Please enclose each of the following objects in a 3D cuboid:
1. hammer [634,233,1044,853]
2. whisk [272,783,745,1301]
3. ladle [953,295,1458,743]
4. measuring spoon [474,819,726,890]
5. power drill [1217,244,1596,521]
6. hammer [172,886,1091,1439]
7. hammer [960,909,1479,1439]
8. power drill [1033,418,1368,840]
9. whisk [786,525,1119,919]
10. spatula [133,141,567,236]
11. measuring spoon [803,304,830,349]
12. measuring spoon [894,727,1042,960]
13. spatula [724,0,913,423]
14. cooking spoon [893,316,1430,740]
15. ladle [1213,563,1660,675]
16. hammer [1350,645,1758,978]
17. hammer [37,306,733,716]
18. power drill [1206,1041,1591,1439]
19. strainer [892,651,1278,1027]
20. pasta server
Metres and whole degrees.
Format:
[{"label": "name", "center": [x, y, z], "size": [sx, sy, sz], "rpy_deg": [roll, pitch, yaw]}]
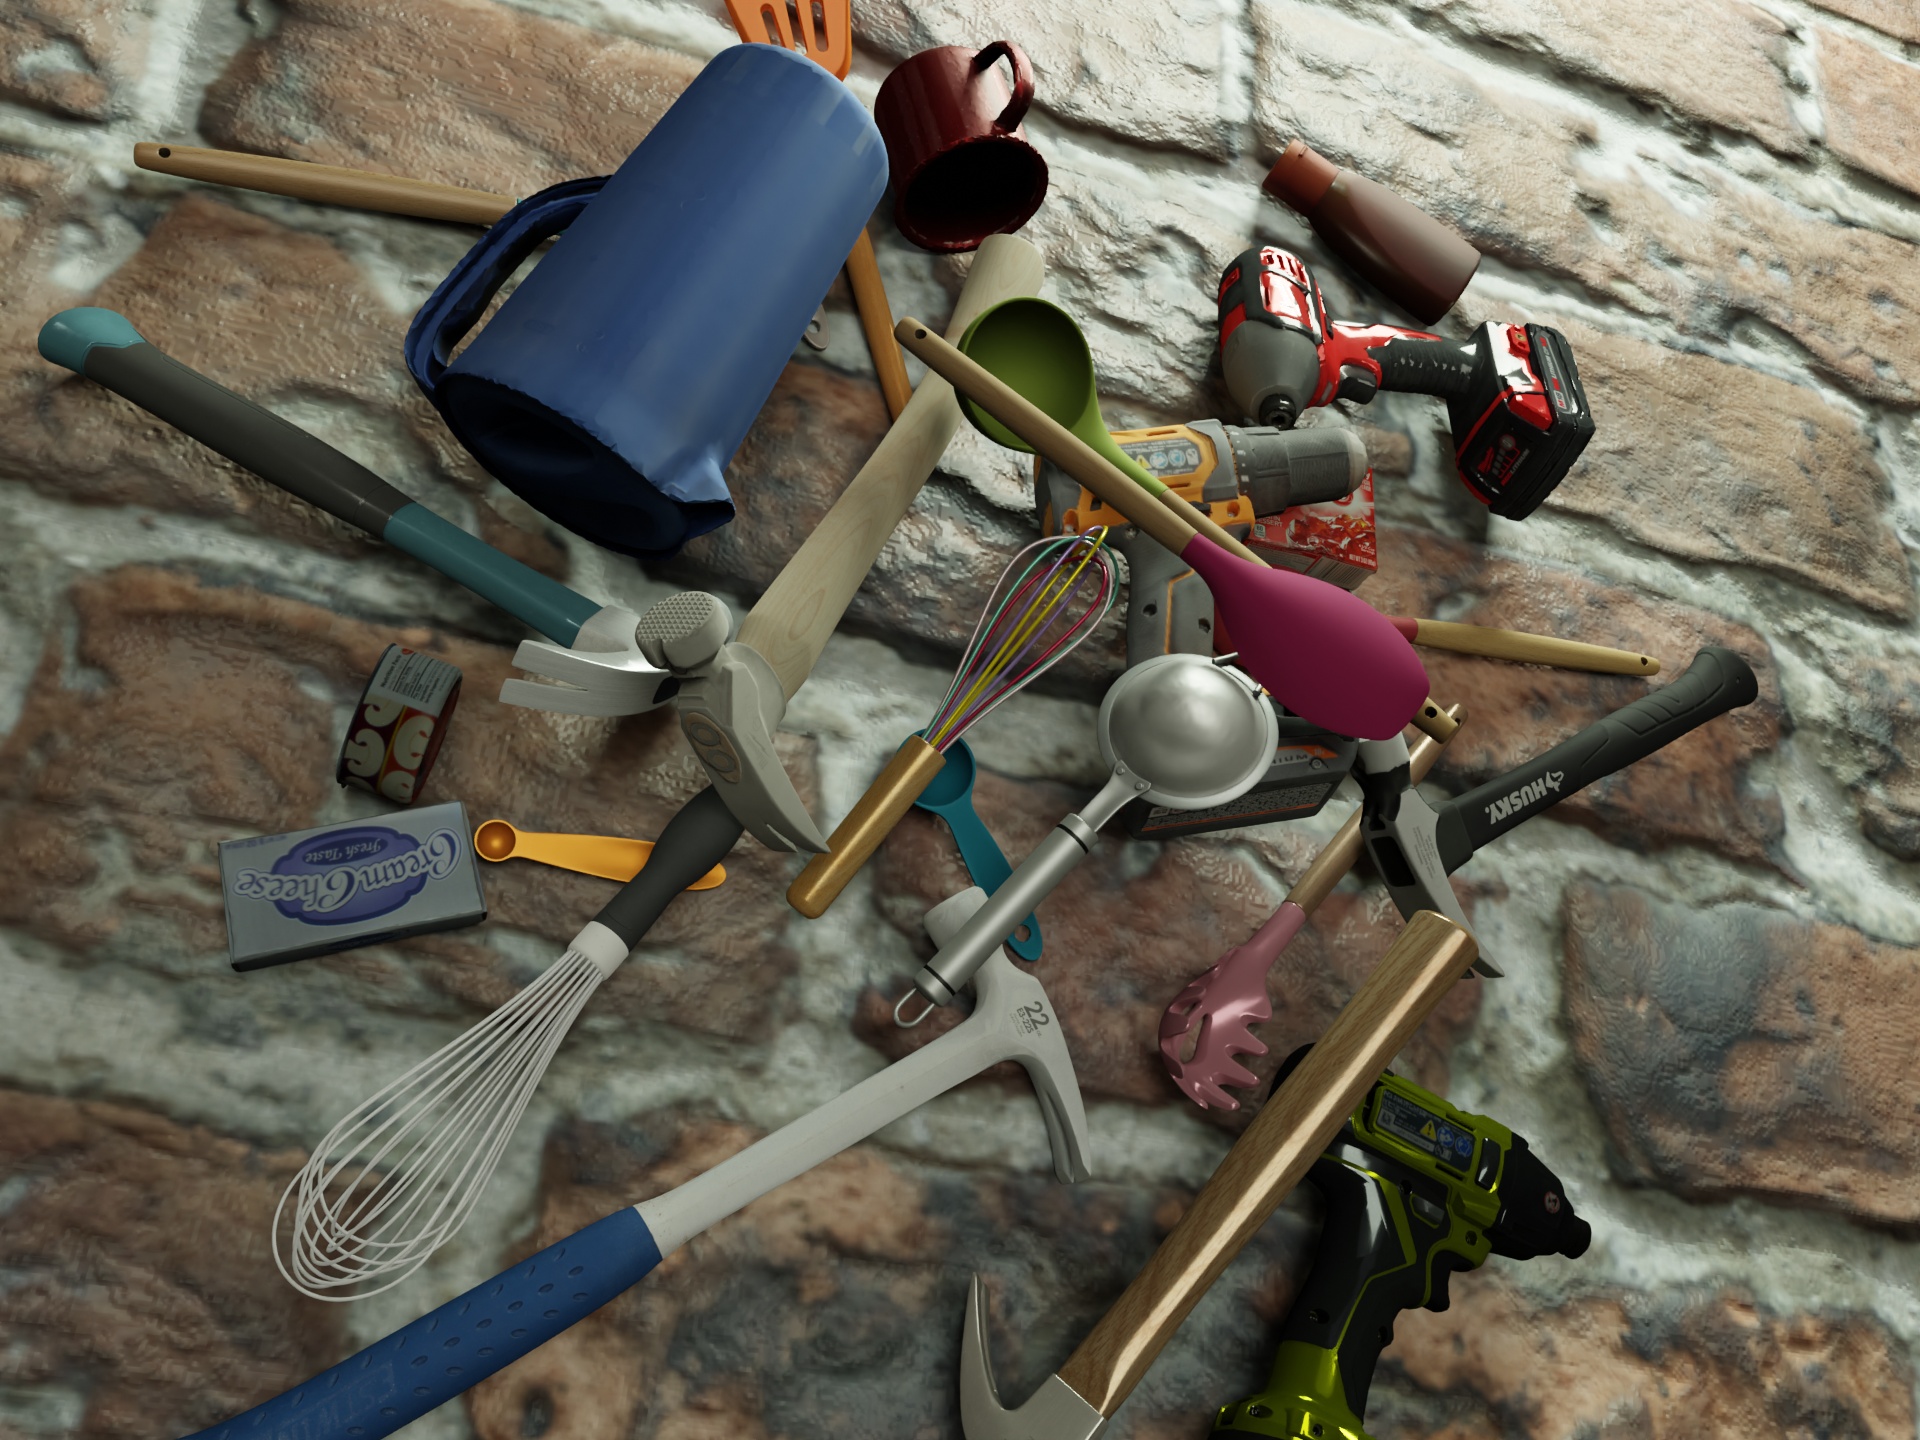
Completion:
[{"label": "hammer", "center": [-0.031, -0.120, 0.824], "size": [0.038, 0.146, 0.411], "rpy_deg": [1, 44, 28]}, {"label": "whisk", "center": [-0.175, 0.123, 0.679], "size": [0.070, 0.070, 0.285], "rpy_deg": [40, 57, 0]}, {"label": "ladle", "center": [0.121, -0.100, 0.798], "size": [0.320, 0.062, 0.078], "rpy_deg": [42, 79, 16]}, {"label": "measuring spoon", "center": [-0.166, 0.064, 0.739], "size": [0.116, 0.011, 0.021], "rpy_deg": [11, 70, -19]}, {"label": "power drill", "center": [0.262, -0.204, 0.966], "size": [0.219, 0.078, 0.143], "rpy_deg": [14, 48, -10]}, {"label": "hammer", "center": [-0.120, 0.216, 0.672], "size": [0.405, 0.035, 0.144], "rpy_deg": [-25, 77, -27]}, {"label": "hammer", "center": [0.125, 0.210, 0.714], "size": [0.130, 0.031, 0.331], "rpy_deg": [33, 67, 29]}, {"label": "power drill", "center": [0.147, -0.061, 0.852], "size": [0.185, 0.084, 0.226], "rpy_deg": [-8, 67, -6]}, {"label": "whisk", "center": [-0.001, -0.002, 0.781], "size": [0.245, 0.047, 0.051], "rpy_deg": [-51, 126, -11]}, {"label": "spatula", "center": [-0.260, -0.278, 0.836], "size": [0.317, 0.044, 0.082], "rpy_deg": [3, 77, -18]}, {"label": "measuring spoon", "center": [-0.105, -0.263, 0.906], "size": [0.034, 0.018, 0.124], "rpy_deg": [-21, 83, -27]}, {"label": "measuring spoon", "center": [0.006, 0.064, 0.801], "size": [0.042, 0.021, 0.128], "rpy_deg": [-27, 88, -16]}, {"label": "spatula", "center": [-0.068, -0.304, 0.920], "size": [0.081, 0.041, 0.323], "rpy_deg": [-13, 73, -8]}, {"label": "cooking spoon", "center": [0.091, -0.101, 0.774], "size": [0.319, 0.017, 0.069], "rpy_deg": [39, 75, 11]}, {"label": "ladle", "center": [0.290, -0.049, 0.948], "size": [0.315, 0.031, 0.069], "rpy_deg": [6, 69, -20]}, {"label": "hammer", "center": [0.361, 0.029, 0.922], "size": [0.334, 0.035, 0.146], "rpy_deg": [-21, 92, -31]}, {"label": "hammer", "center": [-0.272, -0.099, 0.740], "size": [0.331, 0.033, 0.128], "rpy_deg": [30, 28, 0]}, {"label": "power drill", "center": [0.207, 0.283, 0.741], "size": [0.171, 0.080, 0.223], "rpy_deg": [29, 57, -5]}, {"label": "strainer", "center": [0.061, 0.047, 0.740], "size": [0.087, 0.050, 0.258], "rpy_deg": [39, 77, 25]}, {"label": "pasta server", "center": [0.198, 0.085, 0.847], "size": [0.316, 0.040, 0.060], "rpy_deg": [-42, 111, -31]}]
